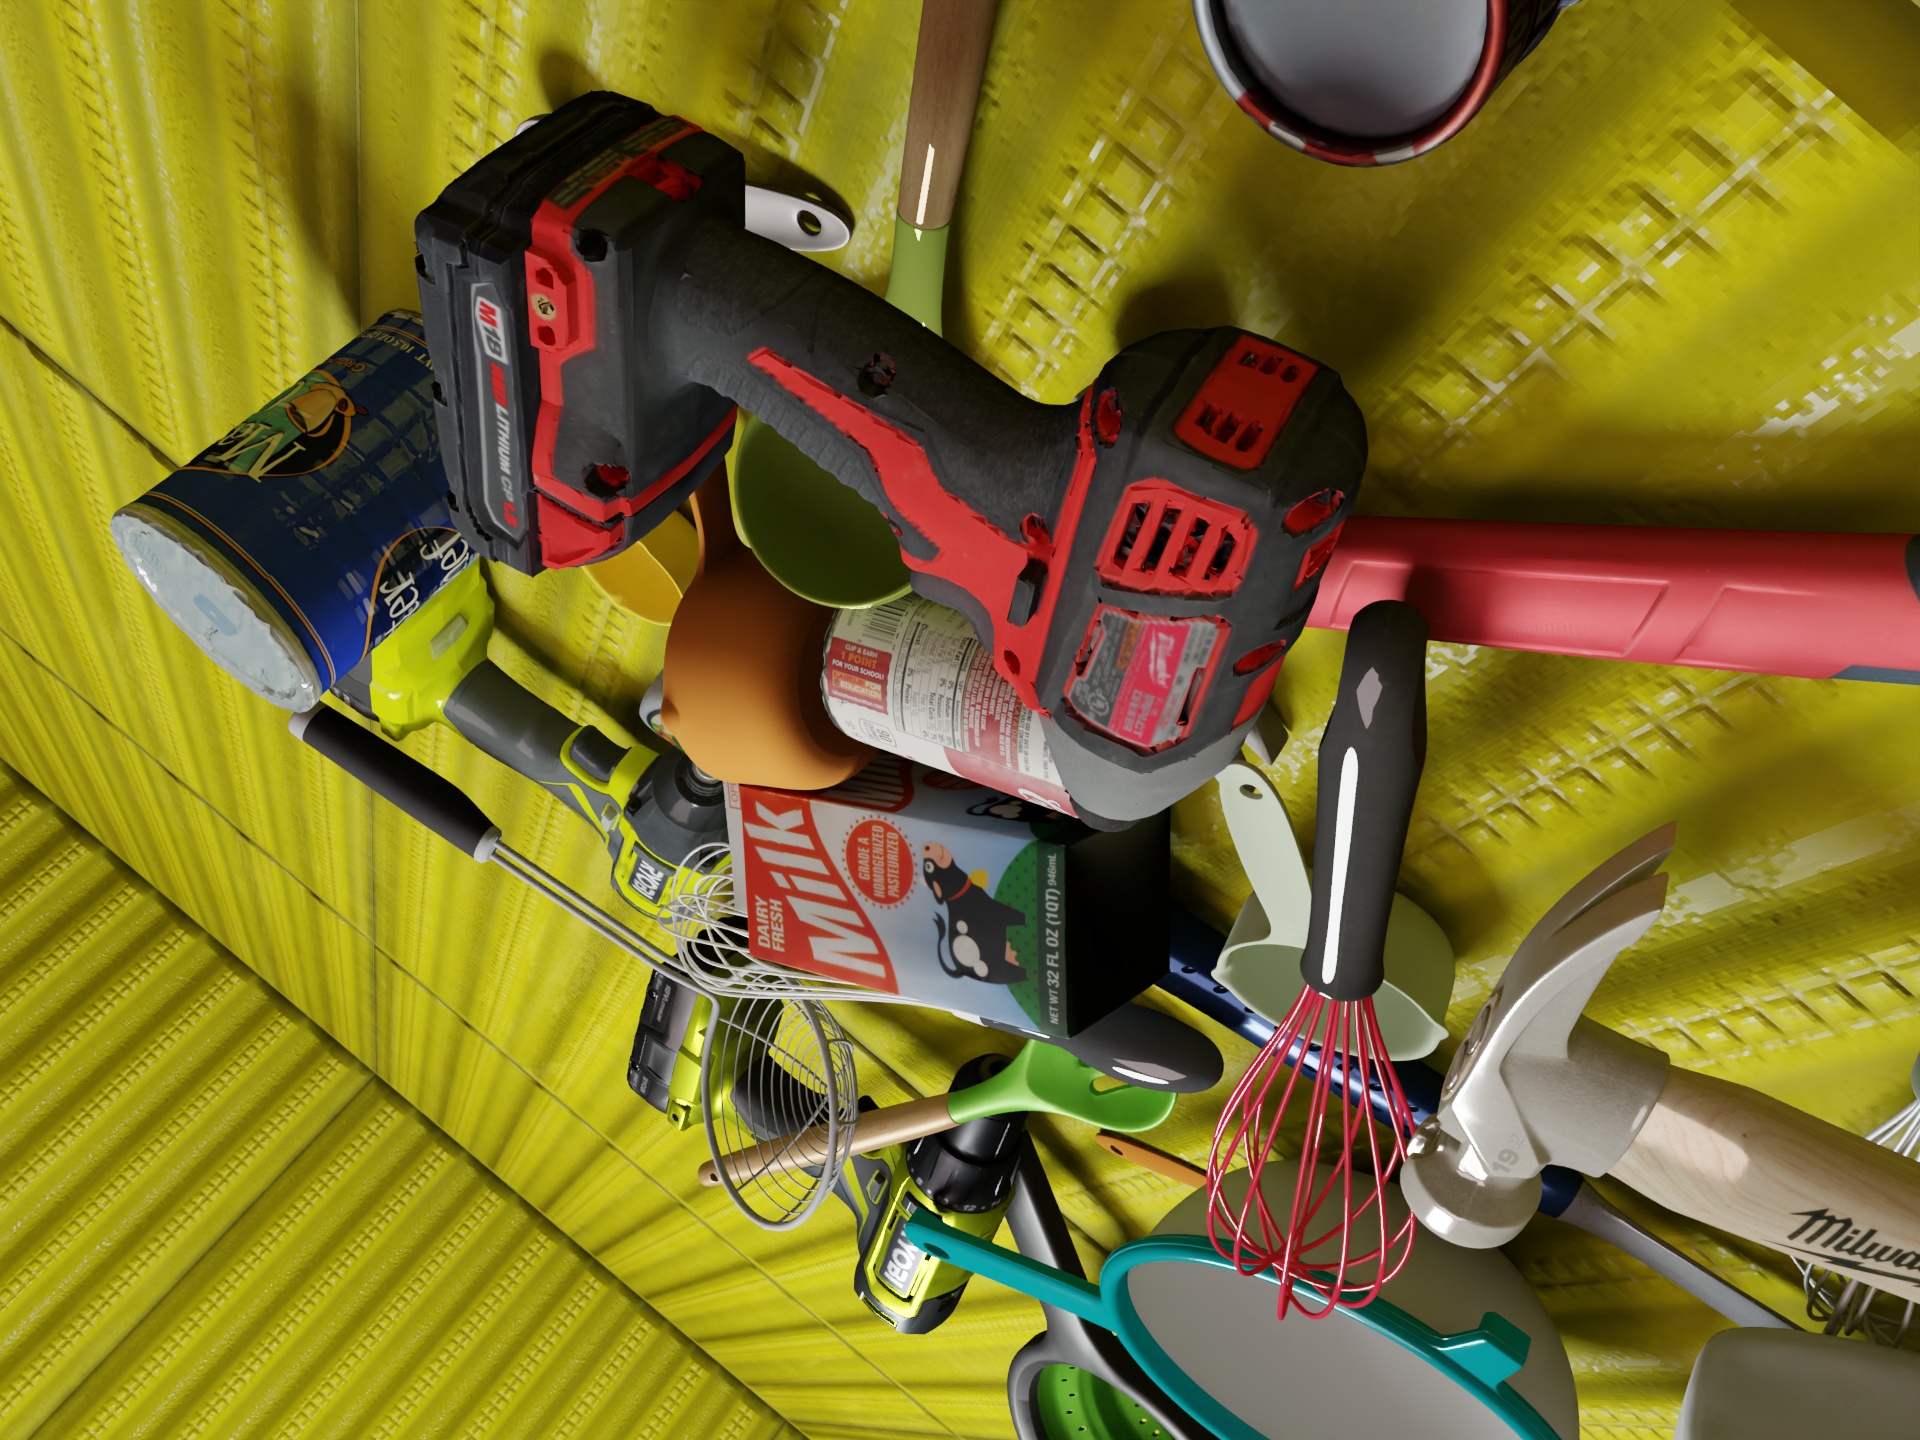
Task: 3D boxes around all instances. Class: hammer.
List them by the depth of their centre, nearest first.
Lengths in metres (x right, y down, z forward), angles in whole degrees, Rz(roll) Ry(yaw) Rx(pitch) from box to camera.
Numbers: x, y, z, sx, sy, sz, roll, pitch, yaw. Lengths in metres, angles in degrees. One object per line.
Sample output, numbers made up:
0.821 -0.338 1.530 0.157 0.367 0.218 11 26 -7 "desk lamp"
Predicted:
0.197 -0.012 0.343 0.386 0.038 0.143 10 140 42 "hammer"
0.322 0.153 0.370 0.411 0.038 0.146 22 135 13 "hammer"
0.228 0.182 0.577 0.406 0.035 0.144 32 150 15 "hammer"

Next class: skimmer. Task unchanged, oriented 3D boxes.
-0.201 0.109 0.787 0.363 0.090 0.127 34 123 4 "skimmer"

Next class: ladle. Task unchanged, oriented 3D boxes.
-0.012 -0.141 0.391 0.078 0.062 0.320 35 148 12 "ladle"

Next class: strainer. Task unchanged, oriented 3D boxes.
0.124 0.249 0.719 0.340 0.095 0.210 7 135 40 "strainer"

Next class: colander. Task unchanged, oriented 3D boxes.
0.103 0.359 0.934 0.204 0.094 0.397 -4 111 52 "colander"

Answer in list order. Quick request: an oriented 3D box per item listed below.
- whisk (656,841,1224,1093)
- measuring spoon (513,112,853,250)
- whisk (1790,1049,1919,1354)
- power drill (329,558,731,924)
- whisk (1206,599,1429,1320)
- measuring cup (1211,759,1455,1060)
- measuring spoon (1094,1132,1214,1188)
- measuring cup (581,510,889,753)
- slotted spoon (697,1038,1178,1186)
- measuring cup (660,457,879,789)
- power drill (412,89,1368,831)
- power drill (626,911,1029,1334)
-0.019 0.107 0.673 0.285 0.070 0.070 11 140 33 "whisk"
-0.084 -0.165 0.488 0.124 0.018 0.034 19 145 21 "measuring spoon"
0.261 0.101 0.419 0.059 0.058 0.246 42 154 42 "whisk"
-0.204 0.003 0.795 0.223 0.080 0.171 36 152 -1 "power drill"
0.110 0.086 0.466 0.073 0.073 0.295 23 137 28 "whisk"
0.114 0.053 0.509 0.083 0.038 0.167 9 146 33 "measuring cup"
0.114 0.234 0.805 0.117 0.011 0.021 14 142 39 "measuring spoon"
-0.088 -0.040 0.654 0.156 0.029 0.062 35 152 -5 "measuring cup"
-0.022 0.194 0.786 0.314 0.031 0.070 -24 95 34 "slotted spoon"
-0.066 -0.056 0.563 0.052 0.095 0.173 8 120 33 "measuring cup"
-0.020 -0.057 0.400 0.220 0.079 0.143 26 140 12 "power drill"
-0.068 0.207 0.875 0.229 0.080 0.190 34 127 20 "power drill"
